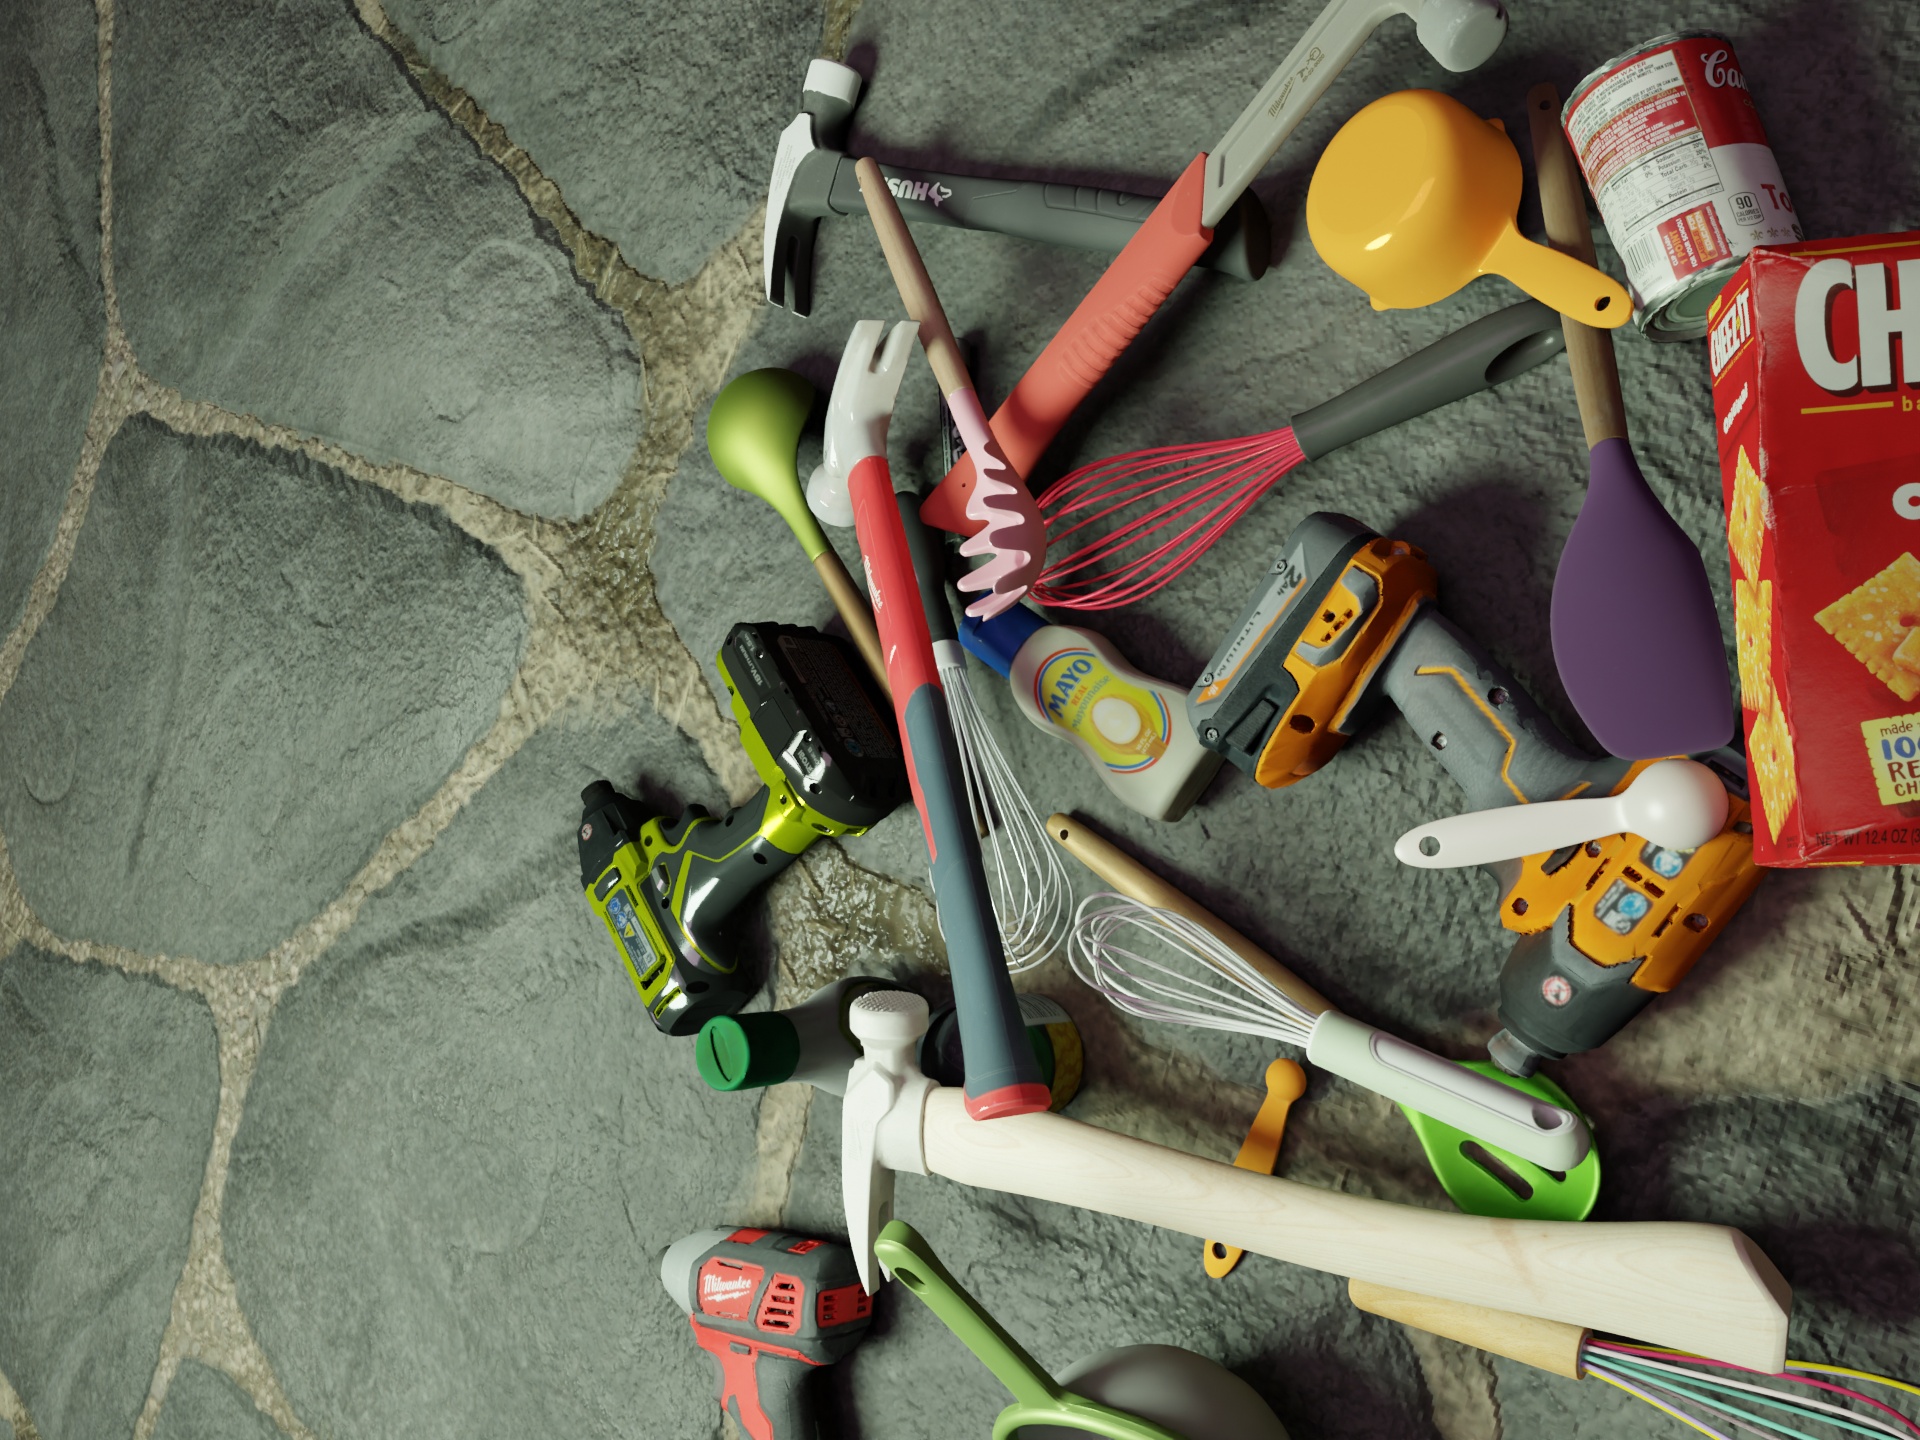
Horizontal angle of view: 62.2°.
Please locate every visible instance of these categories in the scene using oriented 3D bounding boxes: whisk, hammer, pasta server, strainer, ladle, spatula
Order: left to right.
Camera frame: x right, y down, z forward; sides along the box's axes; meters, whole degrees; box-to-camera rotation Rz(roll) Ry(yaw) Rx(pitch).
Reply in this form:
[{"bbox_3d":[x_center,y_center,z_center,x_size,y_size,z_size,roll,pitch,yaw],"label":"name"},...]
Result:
[{"bbox_3d":[-0.058,-0.071,0.908,0.078,0.062,0.320,-38,72,25],"label":"ladle"},{"bbox_3d":[-0.014,-0.007,0.752,0.143,0.038,0.387,116,145,-56],"label":"hammer"},{"bbox_3d":[-0.014,-0.183,0.812,0.060,0.040,0.317,108,148,-53],"label":"pasta server"},{"bbox_3d":[0.000,-0.003,0.838,0.070,0.070,0.285,-29,61,31],"label":"whisk"},{"bbox_3d":[0.019,-0.275,0.868,0.335,0.035,0.146,21,97,36],"label":"hammer"},{"bbox_3d":[0.061,0.288,0.700,0.256,0.069,0.151,49,138,-15],"label":"strainer"},{"bbox_3d":[0.090,-0.226,0.761,0.359,0.036,0.149,-48,51,31],"label":"hammer"},{"bbox_3d":[0.125,0.220,0.685,0.411,0.038,0.146,4,97,30],"label":"hammer"},{"bbox_3d":[0.143,-0.124,0.749,0.296,0.073,0.073,-24,72,27],"label":"whisk"},{"bbox_3d":[0.150,0.133,0.691,0.246,0.058,0.059,20,128,34],"label":"whisk"},{"bbox_3d":[0.257,-0.133,0.647,0.060,0.018,0.316,-8,67,20],"label":"spatula"},{"bbox_3d":[0.267,0.260,0.627,0.245,0.051,0.047,5,94,39],"label":"whisk"}]

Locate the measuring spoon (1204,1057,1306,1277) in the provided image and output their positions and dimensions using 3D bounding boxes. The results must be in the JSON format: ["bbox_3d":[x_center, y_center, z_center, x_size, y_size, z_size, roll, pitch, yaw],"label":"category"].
[{"bbox_3d":[0.134,0.211,0.742,0.021,0.011,0.117,28,107,37],"label":"measuring spoon"}]

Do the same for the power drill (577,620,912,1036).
[{"bbox_3d":[-0.139,0.053,0.927,0.223,0.080,0.171,-47,61,27],"label":"power drill"}]

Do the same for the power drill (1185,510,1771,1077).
[{"bbox_3d":[0.209,0.030,0.671,0.227,0.084,0.164,39,108,28],"label":"power drill"}]

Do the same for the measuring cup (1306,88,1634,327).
[{"bbox_3d":[0.213,-0.211,0.676,0.095,0.052,0.174,-58,37,20],"label":"measuring cup"}]

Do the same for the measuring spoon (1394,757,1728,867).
[{"bbox_3d":[0.225,0.041,0.607,0.124,0.018,0.034,-14,84,29],"label":"measuring spoon"}]

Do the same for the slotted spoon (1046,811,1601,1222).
[{"bbox_3d":[0.153,0.125,0.734,0.314,0.031,0.070,35,106,35],"label":"slotted spoon"}]

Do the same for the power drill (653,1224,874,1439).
[{"bbox_3d":[-0.120,0.394,0.879,0.143,0.078,0.220,-3,81,36],"label":"power drill"}]
